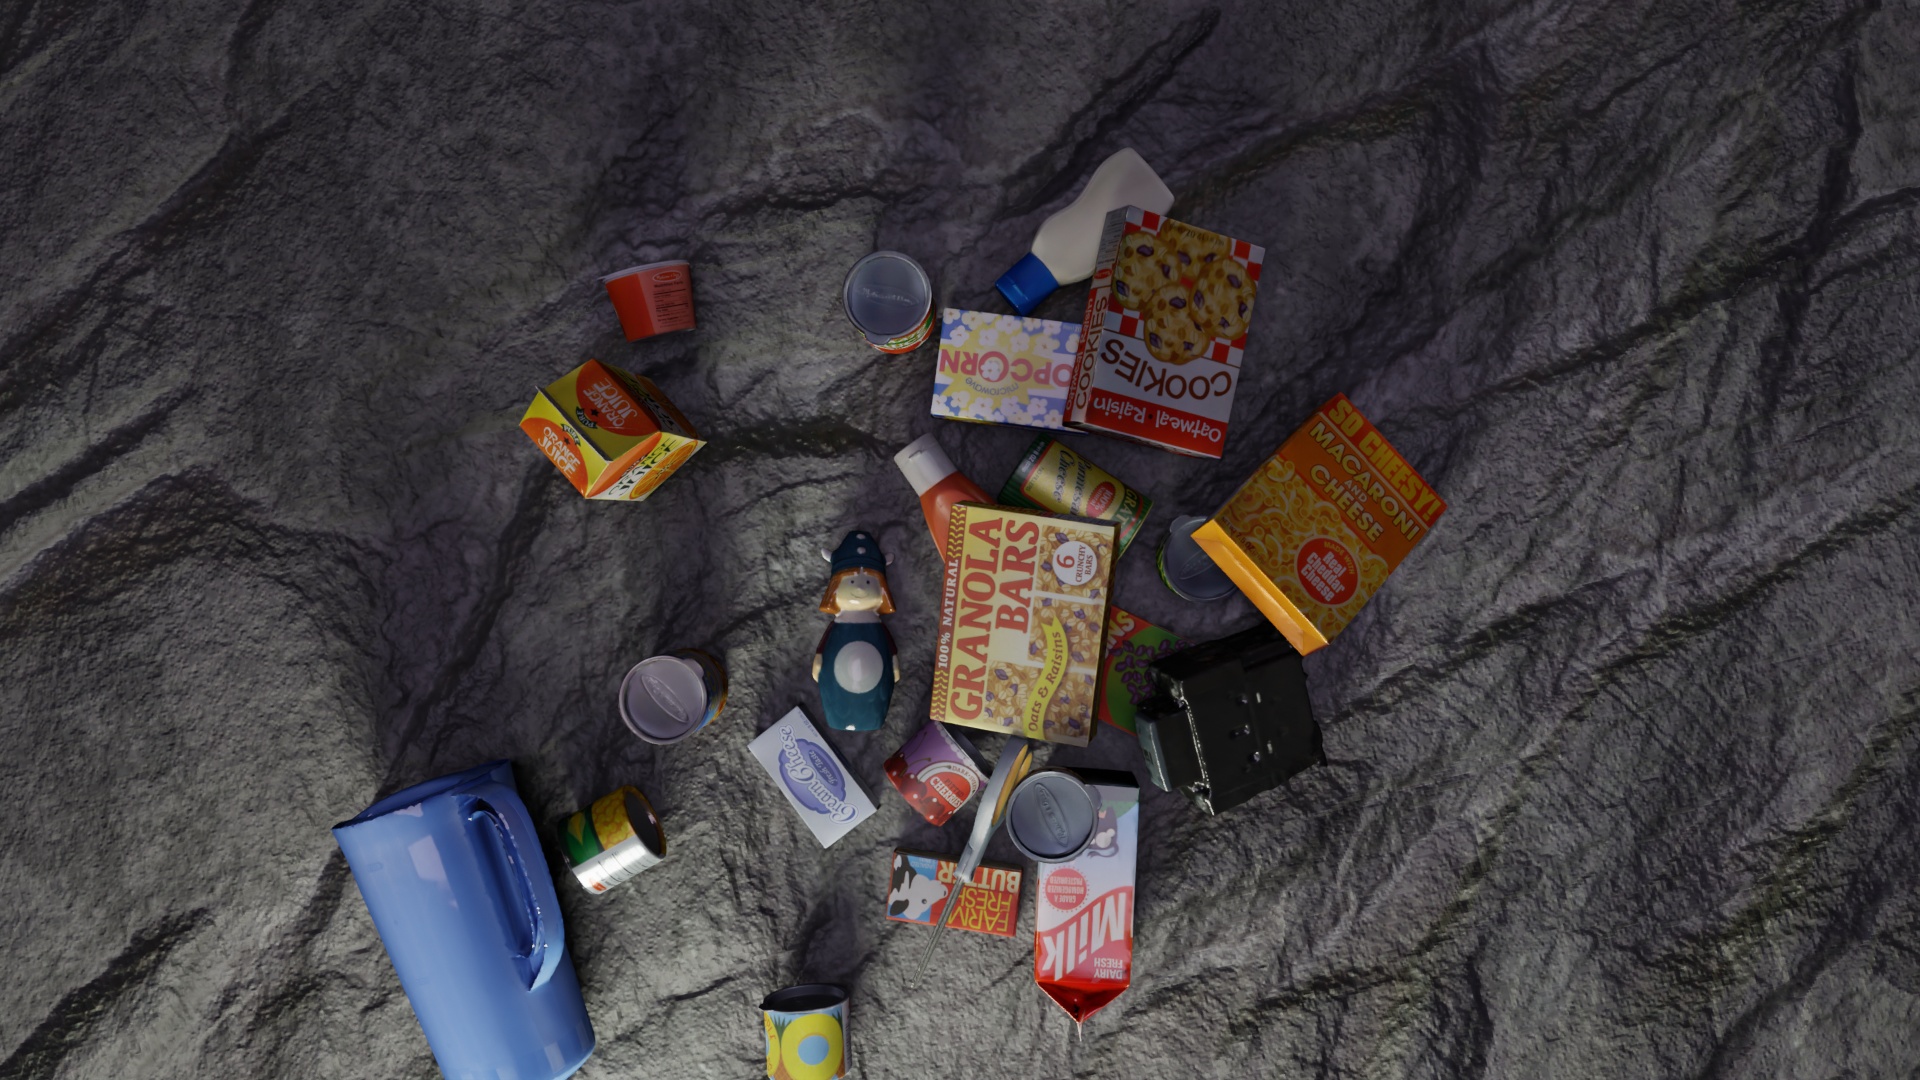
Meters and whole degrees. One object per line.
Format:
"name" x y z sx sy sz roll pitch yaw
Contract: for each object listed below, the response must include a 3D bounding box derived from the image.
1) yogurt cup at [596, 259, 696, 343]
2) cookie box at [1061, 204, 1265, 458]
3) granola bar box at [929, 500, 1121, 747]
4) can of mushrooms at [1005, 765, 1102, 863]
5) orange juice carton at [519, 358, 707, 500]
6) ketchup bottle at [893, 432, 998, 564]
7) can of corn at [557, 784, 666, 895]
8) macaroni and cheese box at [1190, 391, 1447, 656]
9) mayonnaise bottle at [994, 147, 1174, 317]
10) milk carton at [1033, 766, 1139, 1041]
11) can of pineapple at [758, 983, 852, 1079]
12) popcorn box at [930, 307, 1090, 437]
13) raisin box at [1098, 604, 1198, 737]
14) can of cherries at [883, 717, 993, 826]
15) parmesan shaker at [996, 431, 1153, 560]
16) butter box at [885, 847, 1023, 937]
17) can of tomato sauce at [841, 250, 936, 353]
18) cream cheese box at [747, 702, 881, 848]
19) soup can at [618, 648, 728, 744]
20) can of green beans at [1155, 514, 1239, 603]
"yogurt cup" -0.239 -0.186 1.083 0.072 0.072 0.054 -13 97 2
"cookie box" 0.155 -0.155 1.058 0.123 0.040 0.167 12 89 -22
"granola bar box" 0.048 0.060 1.033 0.124 0.039 0.165 8 99 14
"can of mushrooms" 0.069 0.197 1.007 0.071 0.033 0.071 0 88 4
"orange juice carton" -0.255 -0.079 1.016 0.073 0.193 0.072 -42 89 2
"ketchup bottle" 0.004 -0.014 1.080 0.064 0.043 0.149 -35 88 8
"can of corn" -0.270 0.229 1.077 0.058 0.071 0.071 -29 88 1
"macaroni and cheese box" 0.269 -0.015 1.037 0.124 0.040 0.167 47 63 1
"mayonnaise bottle" 0.093 -0.236 1.082 0.148 0.041 0.065 -41 92 2
"milk carton" 0.094 0.274 1.057 0.073 0.072 0.190 3 90 3
"can of pineapple" -0.119 0.379 1.066 0.071 0.071 0.058 -3 90 2
"popcorn box" 0.044 -0.130 1.083 0.127 0.038 0.085 7 91 2
"raisin box" 0.109 0.092 1.076 0.123 0.040 0.086 25 91 3
"can of cherries" -0.016 0.177 1.064 0.058 0.071 0.071 -42 88 2
"parmesan shaker" 0.086 -0.028 1.065 0.103 0.071 0.071 32 91 2
"butter box" -0.004 0.274 1.085 0.103 0.024 0.053 8 89 2
"can of tomato sauce" -0.053 -0.179 1.065 0.071 0.083 0.071 0 90 2
"cream cheese box" -0.115 0.185 1.091 0.053 0.024 0.104 -38 88 3
"soup can" -0.216 0.116 1.066 0.071 0.084 0.071 0 90 2
"can of green beans" 0.185 0.014 1.065 0.071 0.058 0.071 0 89 2
